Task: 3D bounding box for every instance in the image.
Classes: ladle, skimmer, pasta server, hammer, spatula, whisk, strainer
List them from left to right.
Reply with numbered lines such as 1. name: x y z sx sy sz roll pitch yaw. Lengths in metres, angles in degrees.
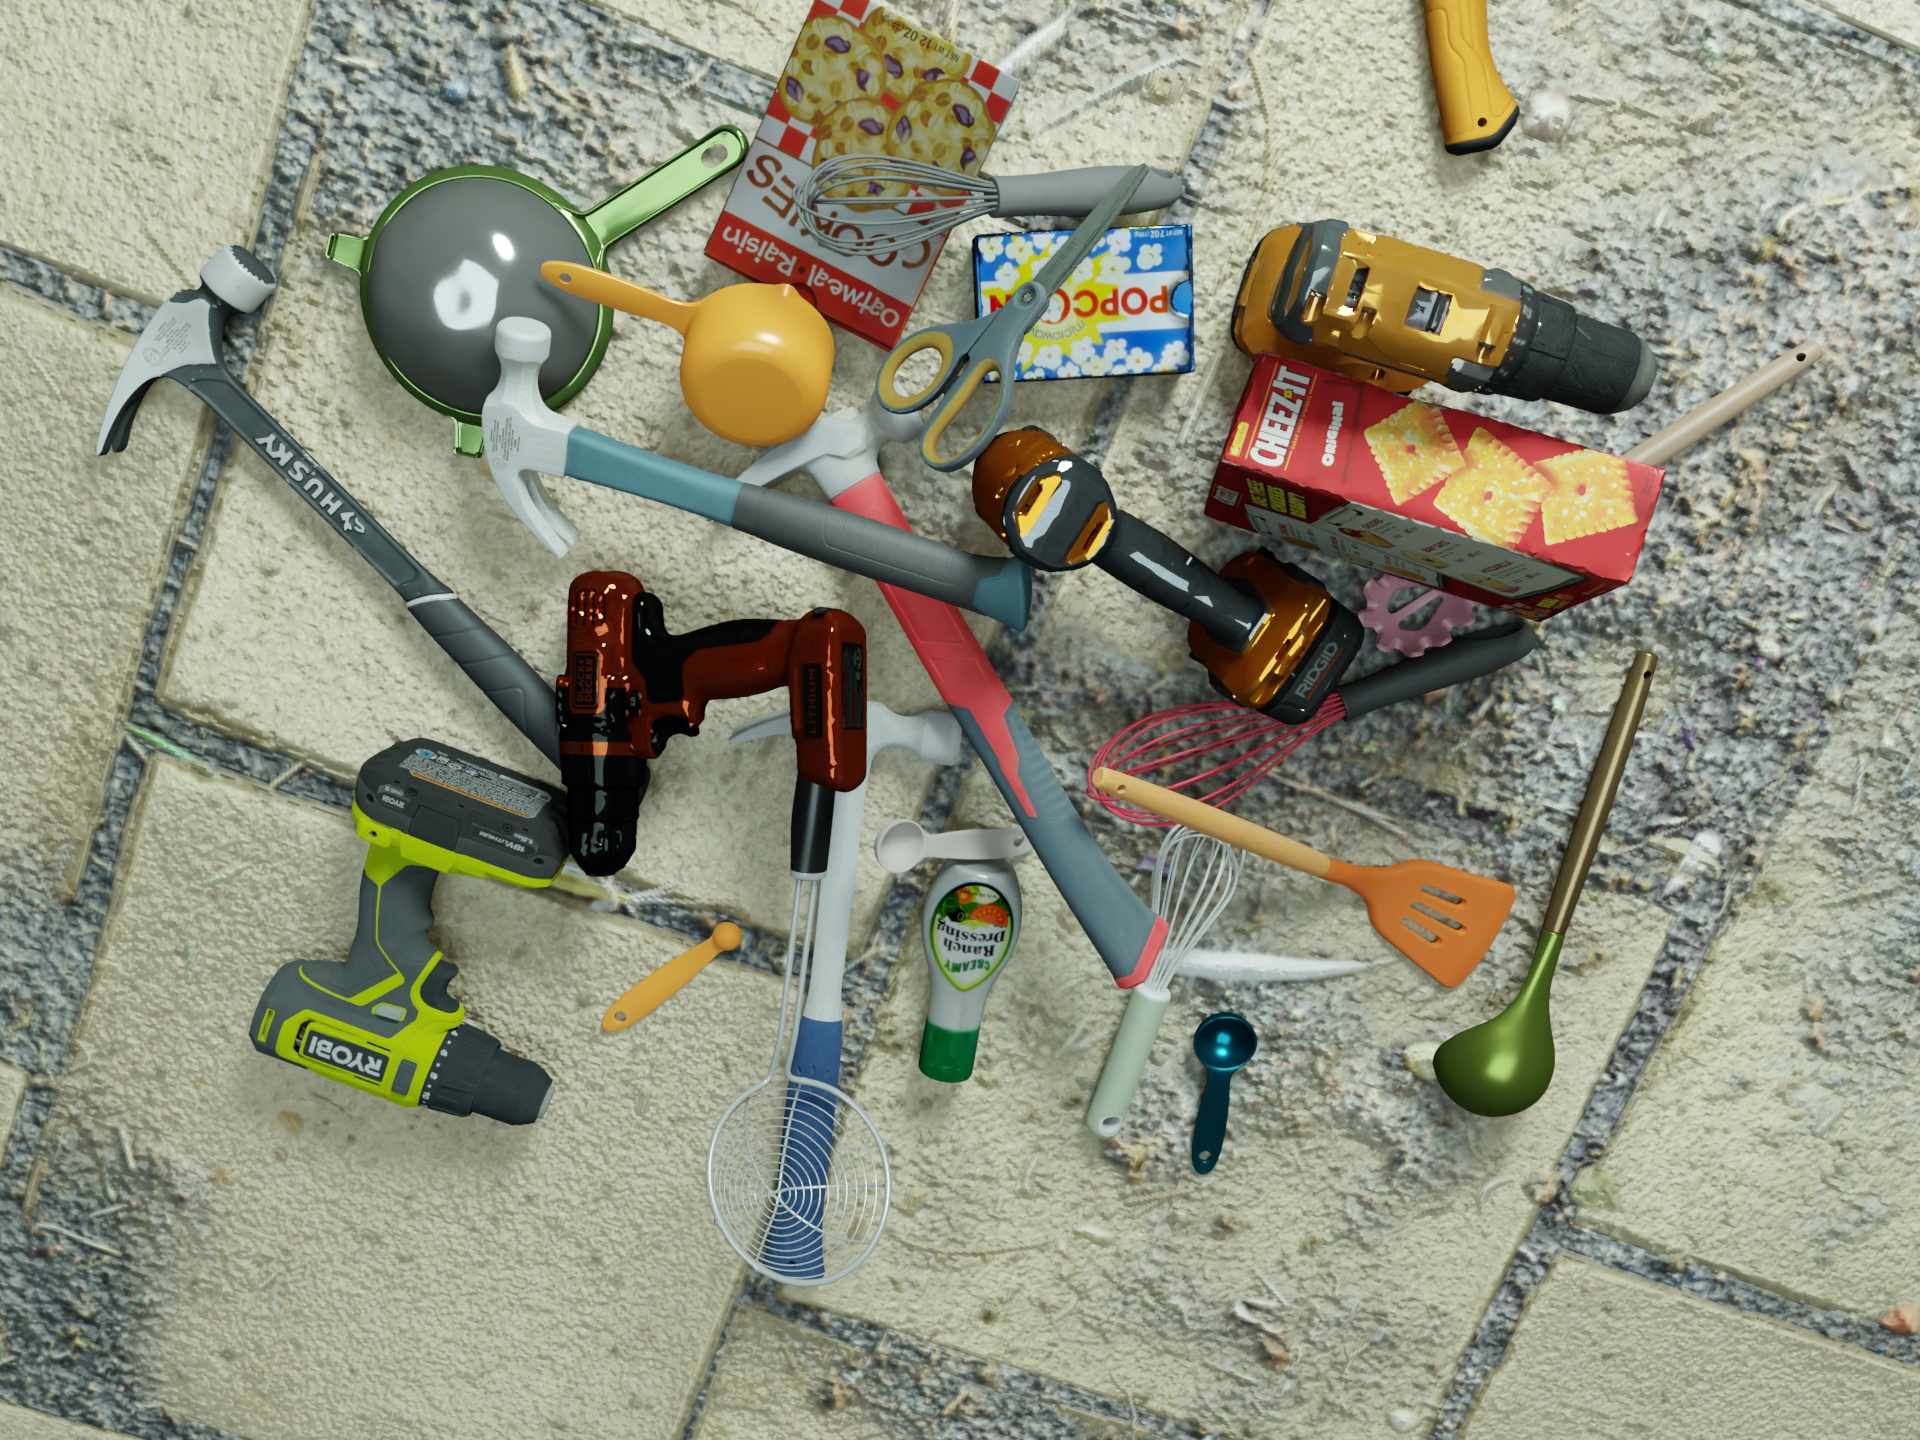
1. hammer: -0.343 -0.085 0.975 0.149 0.036 0.408 -41 101 10
2. strainer: -0.235 -0.269 0.911 0.256 0.069 0.151 -29 102 8
3. hammer: -0.114 -0.120 0.912 0.331 0.033 0.128 18 123 0
4. hammer: -0.095 0.182 1.042 0.144 0.035 0.405 7 104 -2
5. skimmer: -0.085 0.160 0.972 0.127 0.090 0.363 -1 104 -34
6. hammer: -0.002 -0.003 0.960 0.143 0.038 0.386 -30 91 8
7. whisk: 0.021 -0.291 0.885 0.239 0.055 0.055 -11 105 -22
8. whisk: 0.127 0.168 1.035 0.057 0.059 0.246 10 109 -20
9. spatula: 0.212 0.087 0.985 0.322 0.041 0.081 22 104 -29
10. whisk: 0.218 -0.003 0.986 0.296 0.073 0.073 -20 103 -1
11. hammer: 0.256 -0.485 0.877 0.127 0.034 0.336 -12 104 2
12. ladle: 0.385 0.108 1.028 0.078 0.062 0.320 15 97 -12
13. pasta server: 0.381 -0.137 0.963 0.316 0.040 0.060 -33 84 6

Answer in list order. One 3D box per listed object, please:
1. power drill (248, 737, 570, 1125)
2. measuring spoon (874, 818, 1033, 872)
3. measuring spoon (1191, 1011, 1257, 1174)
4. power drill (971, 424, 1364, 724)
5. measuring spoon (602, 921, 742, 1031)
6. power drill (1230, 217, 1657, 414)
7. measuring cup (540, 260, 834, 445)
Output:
1. power drill: -0.327 0.144 1.012 0.190 0.080 0.228 22 106 -5
2. measuring spoon: -0.004 0.076 1.001 0.124 0.018 0.034 2 105 -36
3. measuring spoon: 0.171 0.249 1.072 0.042 0.021 0.128 5 113 -1
4. power drill: 0.107 -0.096 0.925 0.226 0.164 0.084 28 103 -20
5. measuring spoon: -0.192 0.172 1.050 0.117 0.011 0.021 -37 101 8
6. power drill: 0.245 -0.210 0.846 0.185 0.226 0.084 15 104 -4
7. measuring cup: -0.155 -0.212 0.901 0.173 0.052 0.095 17 138 -21
